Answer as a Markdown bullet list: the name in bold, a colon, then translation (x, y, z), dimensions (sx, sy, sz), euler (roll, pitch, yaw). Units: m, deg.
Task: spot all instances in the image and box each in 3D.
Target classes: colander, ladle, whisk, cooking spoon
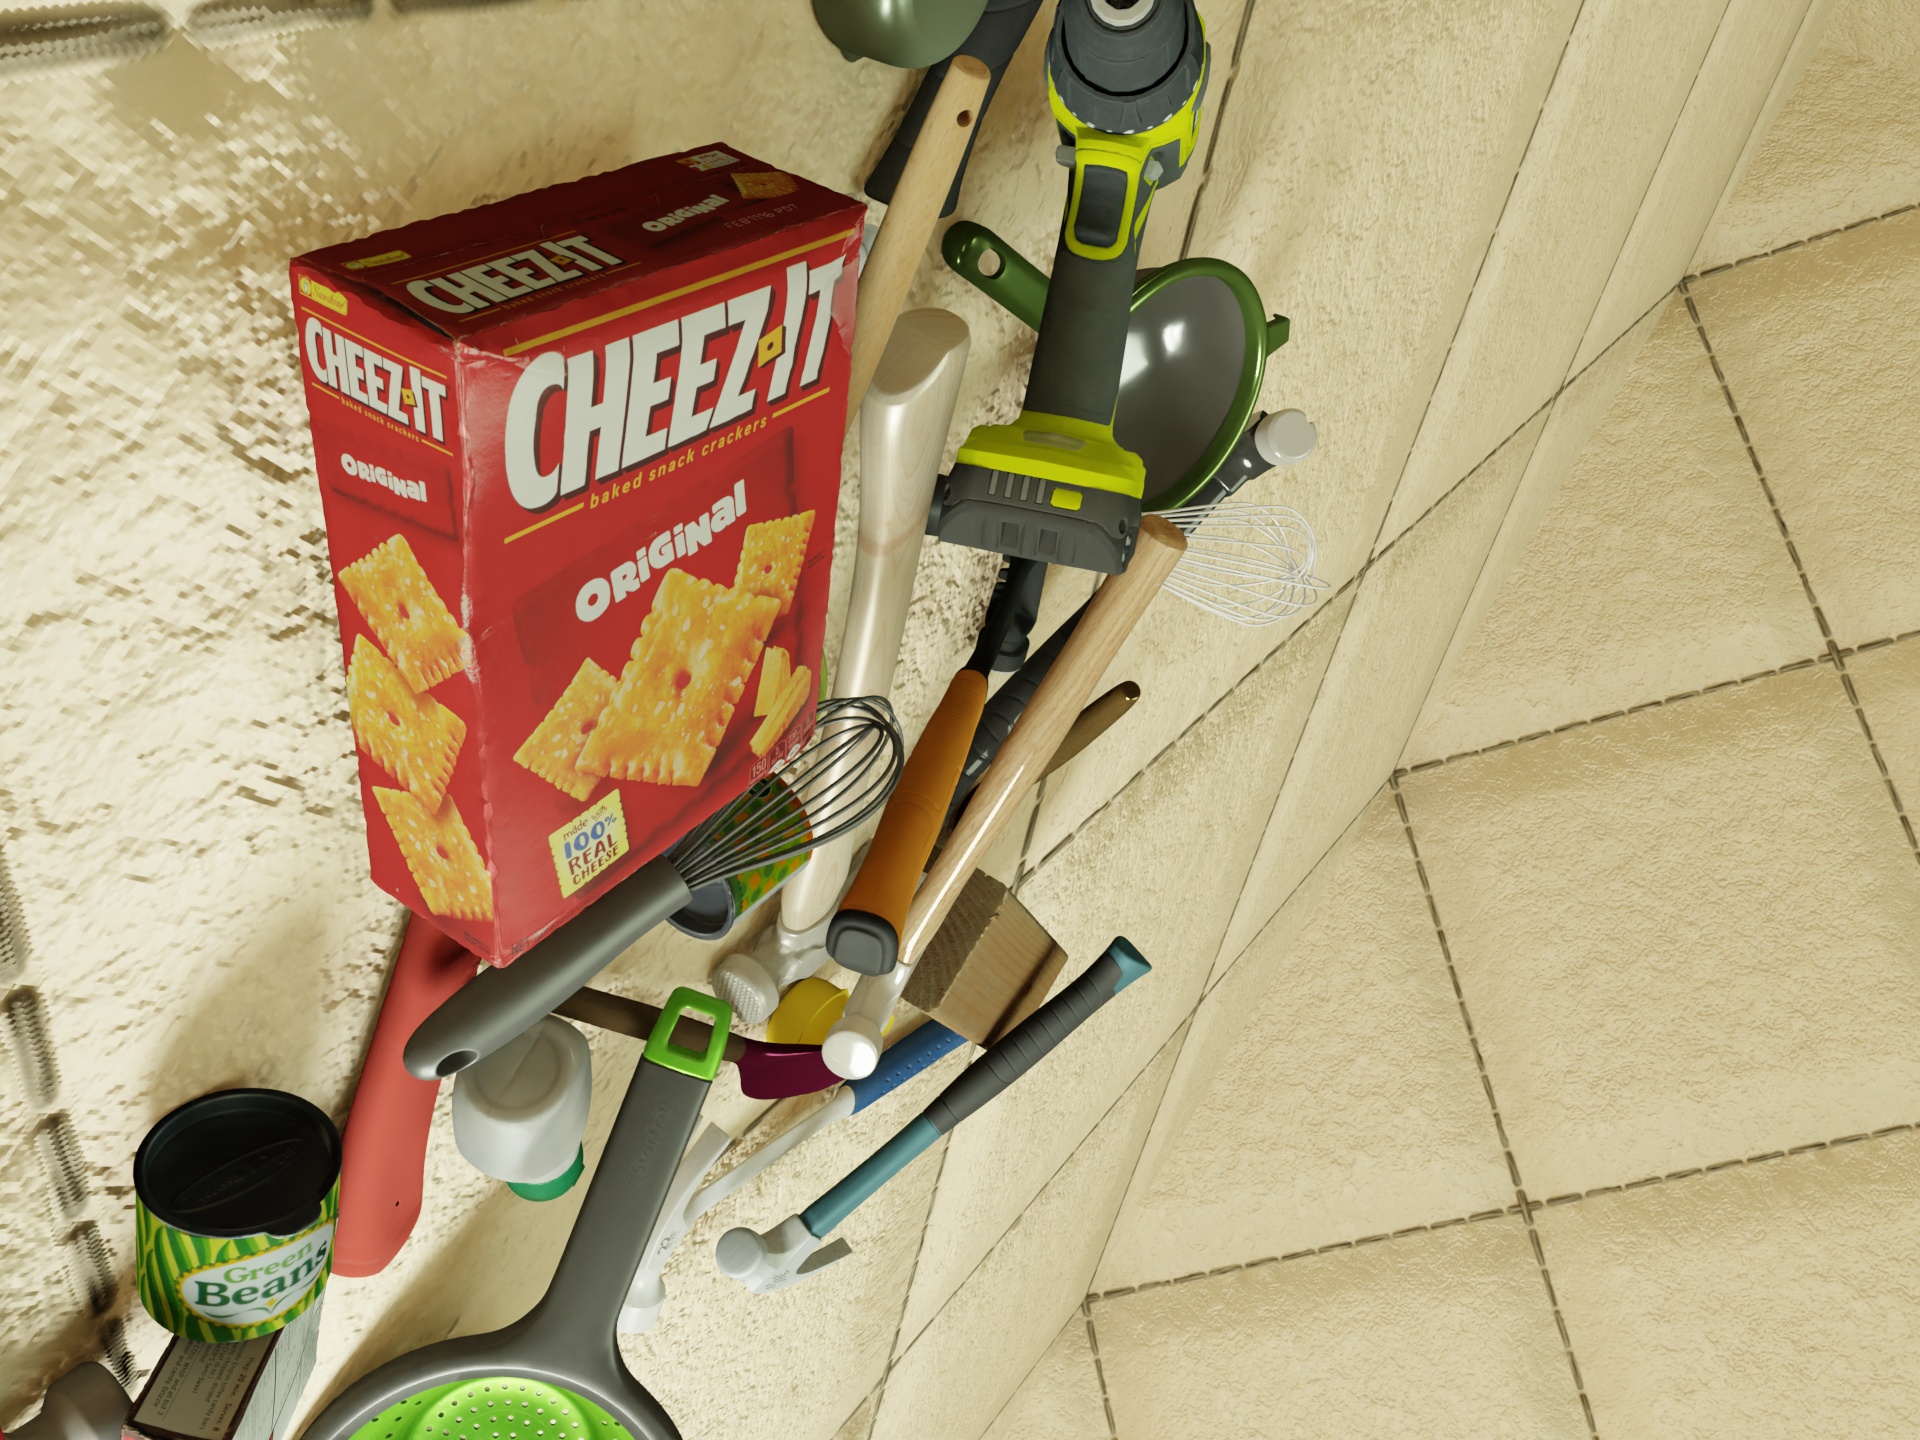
- **colander**: translation (-0.201, 0.314, 0.786), dimensions (0.094, 0.204, 0.397), euler (-168, -80, -79)
- **ladle**: translation (-0.049, -0.092, 0.591), dimensions (0.078, 0.062, 0.320), euler (-10, 147, -33)
- **whisk**: translation (0.077, -0.094, 0.818), dimensions (0.284, 0.070, 0.070), euler (7, 116, -30)
- **cooking spoon**: translation (-0.132, 0.168, 0.837), dimensions (0.069, 0.017, 0.318), euler (-28, 153, 11)
- **ladle**: translation (0.045, 0.029, 0.934), dimensions (0.069, 0.031, 0.315), euler (-60, -175, -22)
- **whisk**: translation (-0.115, 0.064, 0.631), dimensions (0.239, 0.055, 0.055), euler (-36, 150, -23)

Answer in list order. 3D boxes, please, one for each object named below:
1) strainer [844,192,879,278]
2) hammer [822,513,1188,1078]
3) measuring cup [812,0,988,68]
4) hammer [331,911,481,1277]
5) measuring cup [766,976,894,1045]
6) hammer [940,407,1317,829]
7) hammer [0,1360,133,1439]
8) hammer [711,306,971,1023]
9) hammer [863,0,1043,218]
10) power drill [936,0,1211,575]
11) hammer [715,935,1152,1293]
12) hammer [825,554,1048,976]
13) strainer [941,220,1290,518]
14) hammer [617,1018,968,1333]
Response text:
- **strainer**: translation (-0.070, -0.112, 0.646), dimensions (0.087, 0.050, 0.258), euler (-40, 157, -31)
- **hammer**: translation (0.022, 0.036, 0.832), dimensions (0.331, 0.031, 0.130), euler (-59, -178, 24)
- **measuring cup**: translation (-0.038, -0.259, 0.530), dimensions (0.167, 0.038, 0.083), euler (-30, 143, -55)
- **hammer**: translation (-0.193, 0.061, 0.597), dimensions (0.149, 0.037, 0.359), euler (-11, 127, -62)
- **measuring cup**: translation (-0.080, 0.191, 1.016), dimensions (0.062, 0.029, 0.156), euler (-61, 161, 1)
- **hammer**: translation (0.076, -0.060, 0.976), dimensions (0.335, 0.035, 0.146), euler (-48, -167, -9)
- **hammer**: translation (-0.314, 0.135, 0.424), dimensions (0.143, 0.038, 0.386), euler (-34, 146, -45)
- **hammer**: translation (-0.044, -0.017, 0.774), dimensions (0.146, 0.038, 0.410), euler (-42, 157, -42)
- **hammer**: translation (0.068, -0.383, 0.615), dimensions (0.409, 0.036, 0.149), euler (-62, 157, 6)
- **power drill**: translation (0.051, -0.178, 0.637), dimensions (0.190, 0.080, 0.228), euler (-46, 147, -80)
- **hammer**: translation (-0.008, 0.252, 1.030), dimensions (0.331, 0.033, 0.128), euler (-38, 155, -10)
- **hammer**: translation (-0.001, -0.002, 0.782), dimensions (0.337, 0.034, 0.127), euler (-67, 171, -54)
- **strainer**: translation (0.059, -0.195, 0.812), dimensions (0.256, 0.069, 0.151), euler (21, 104, -50)
- **hammer**: translation (-0.082, 0.259, 1.080), dimensions (0.405, 0.035, 0.144), euler (-20, 135, -58)
